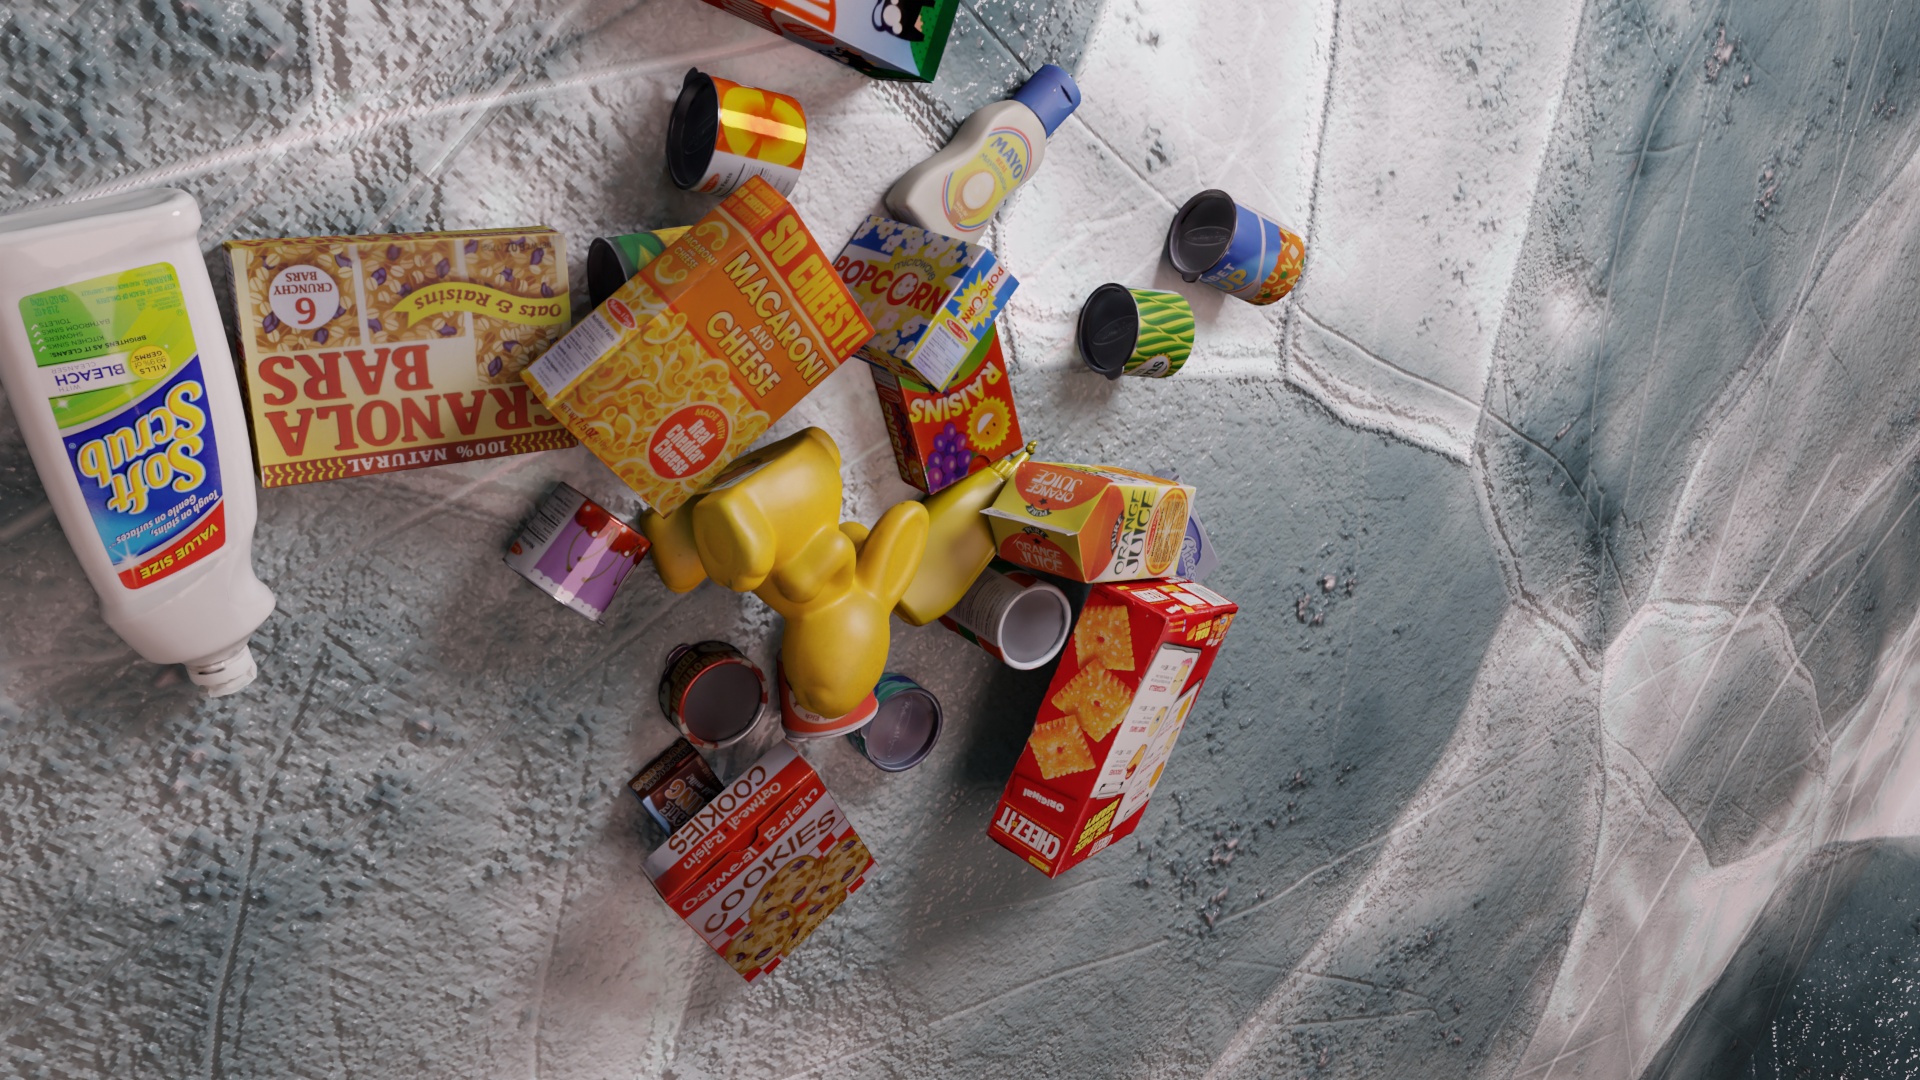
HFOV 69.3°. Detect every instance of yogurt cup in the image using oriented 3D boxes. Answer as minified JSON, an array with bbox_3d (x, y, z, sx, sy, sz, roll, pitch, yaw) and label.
[{"bbox_3d":[-0.094,0.097,0.948,0.072,0.072,0.053,-20,109,-29],"label":"yogurt cup"}]

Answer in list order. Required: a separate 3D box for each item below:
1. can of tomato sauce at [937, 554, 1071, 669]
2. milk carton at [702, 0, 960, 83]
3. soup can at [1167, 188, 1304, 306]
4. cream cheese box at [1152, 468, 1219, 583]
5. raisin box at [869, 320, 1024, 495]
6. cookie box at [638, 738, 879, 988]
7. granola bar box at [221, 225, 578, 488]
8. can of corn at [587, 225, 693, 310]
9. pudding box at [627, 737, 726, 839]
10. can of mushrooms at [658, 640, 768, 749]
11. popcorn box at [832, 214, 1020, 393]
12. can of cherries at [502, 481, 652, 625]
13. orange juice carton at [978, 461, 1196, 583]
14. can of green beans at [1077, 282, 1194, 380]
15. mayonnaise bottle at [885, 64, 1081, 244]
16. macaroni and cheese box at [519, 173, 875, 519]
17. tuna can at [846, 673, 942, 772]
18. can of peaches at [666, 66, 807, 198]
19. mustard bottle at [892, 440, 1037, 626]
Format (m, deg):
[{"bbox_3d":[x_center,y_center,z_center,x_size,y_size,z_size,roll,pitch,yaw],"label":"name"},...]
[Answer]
[{"bbox_3d":[0.031,0.050,1.006,0.071,0.083,0.071,-13,113,-31],"label":"can of tomato sauce"},{"bbox_3d":[-0.096,-0.329,0.788,0.191,0.072,0.073,12,99,-38],"label":"milk carton"},{"bbox_3d":[0.208,-0.217,1.048,0.084,0.071,0.071,14,98,-38],"label":"soup can"},{"bbox_3d":[0.170,-0.002,1.124,0.053,0.024,0.103,-42,126,-17],"label":"cream cheese box"},{"bbox_3d":[-0.011,-0.105,0.950,0.086,0.040,0.122,-29,122,-25],"label":"raisin box"},{"bbox_3d":[-0.131,0.223,0.946,0.123,0.040,0.166,-42,146,-16],"label":"cookie box"},{"bbox_3d":[-0.296,-0.102,0.747,0.166,0.039,0.123,-11,112,-33],"label":"granola bar box"},{"bbox_3d":[-0.174,-0.143,0.800,0.058,0.071,0.071,-17,115,-31],"label":"can of corn"},{"bbox_3d":[-0.180,0.180,0.936,0.050,0.030,0.083,-39,124,-18],"label":"pudding box"},{"bbox_3d":[-0.164,0.101,0.917,0.071,0.033,0.070,-13,114,-31],"label":"can of mushrooms"},{"bbox_3d":[-0.035,-0.149,0.861,0.085,0.127,0.038,-54,133,-7],"label":"popcorn box"},{"bbox_3d":[-0.223,0.008,0.821,0.071,0.071,0.058,40,80,-38],"label":"can of cherries"},{"bbox_3d":[0.092,-0.013,0.993,0.193,0.072,0.073,-2,106,-57],"label":"orange juice carton"},{"bbox_3d":[0.129,-0.152,1.015,0.058,0.071,0.071,0,106,-36],"label":"can of green beans"},{"bbox_3d":[0.020,-0.252,0.917,0.148,0.041,0.064,-48,125,-11],"label":"mayonnaise bottle"},{"bbox_3d":[-0.142,-0.106,0.777,0.166,0.040,0.123,-42,146,-5],"label":"macaroni and cheese box"},{"bbox_3d":[-0.051,0.132,1.009,0.071,0.033,0.070,-13,113,-32],"label":"tuna can"},{"bbox_3d":[-0.129,-0.233,0.803,0.058,0.071,0.071,4,104,-36],"label":"can of peaches"},{"bbox_3d":[0.004,-0.012,0.984,0.161,0.049,0.065,-47,107,-17],"label":"mustard bottle"}]
